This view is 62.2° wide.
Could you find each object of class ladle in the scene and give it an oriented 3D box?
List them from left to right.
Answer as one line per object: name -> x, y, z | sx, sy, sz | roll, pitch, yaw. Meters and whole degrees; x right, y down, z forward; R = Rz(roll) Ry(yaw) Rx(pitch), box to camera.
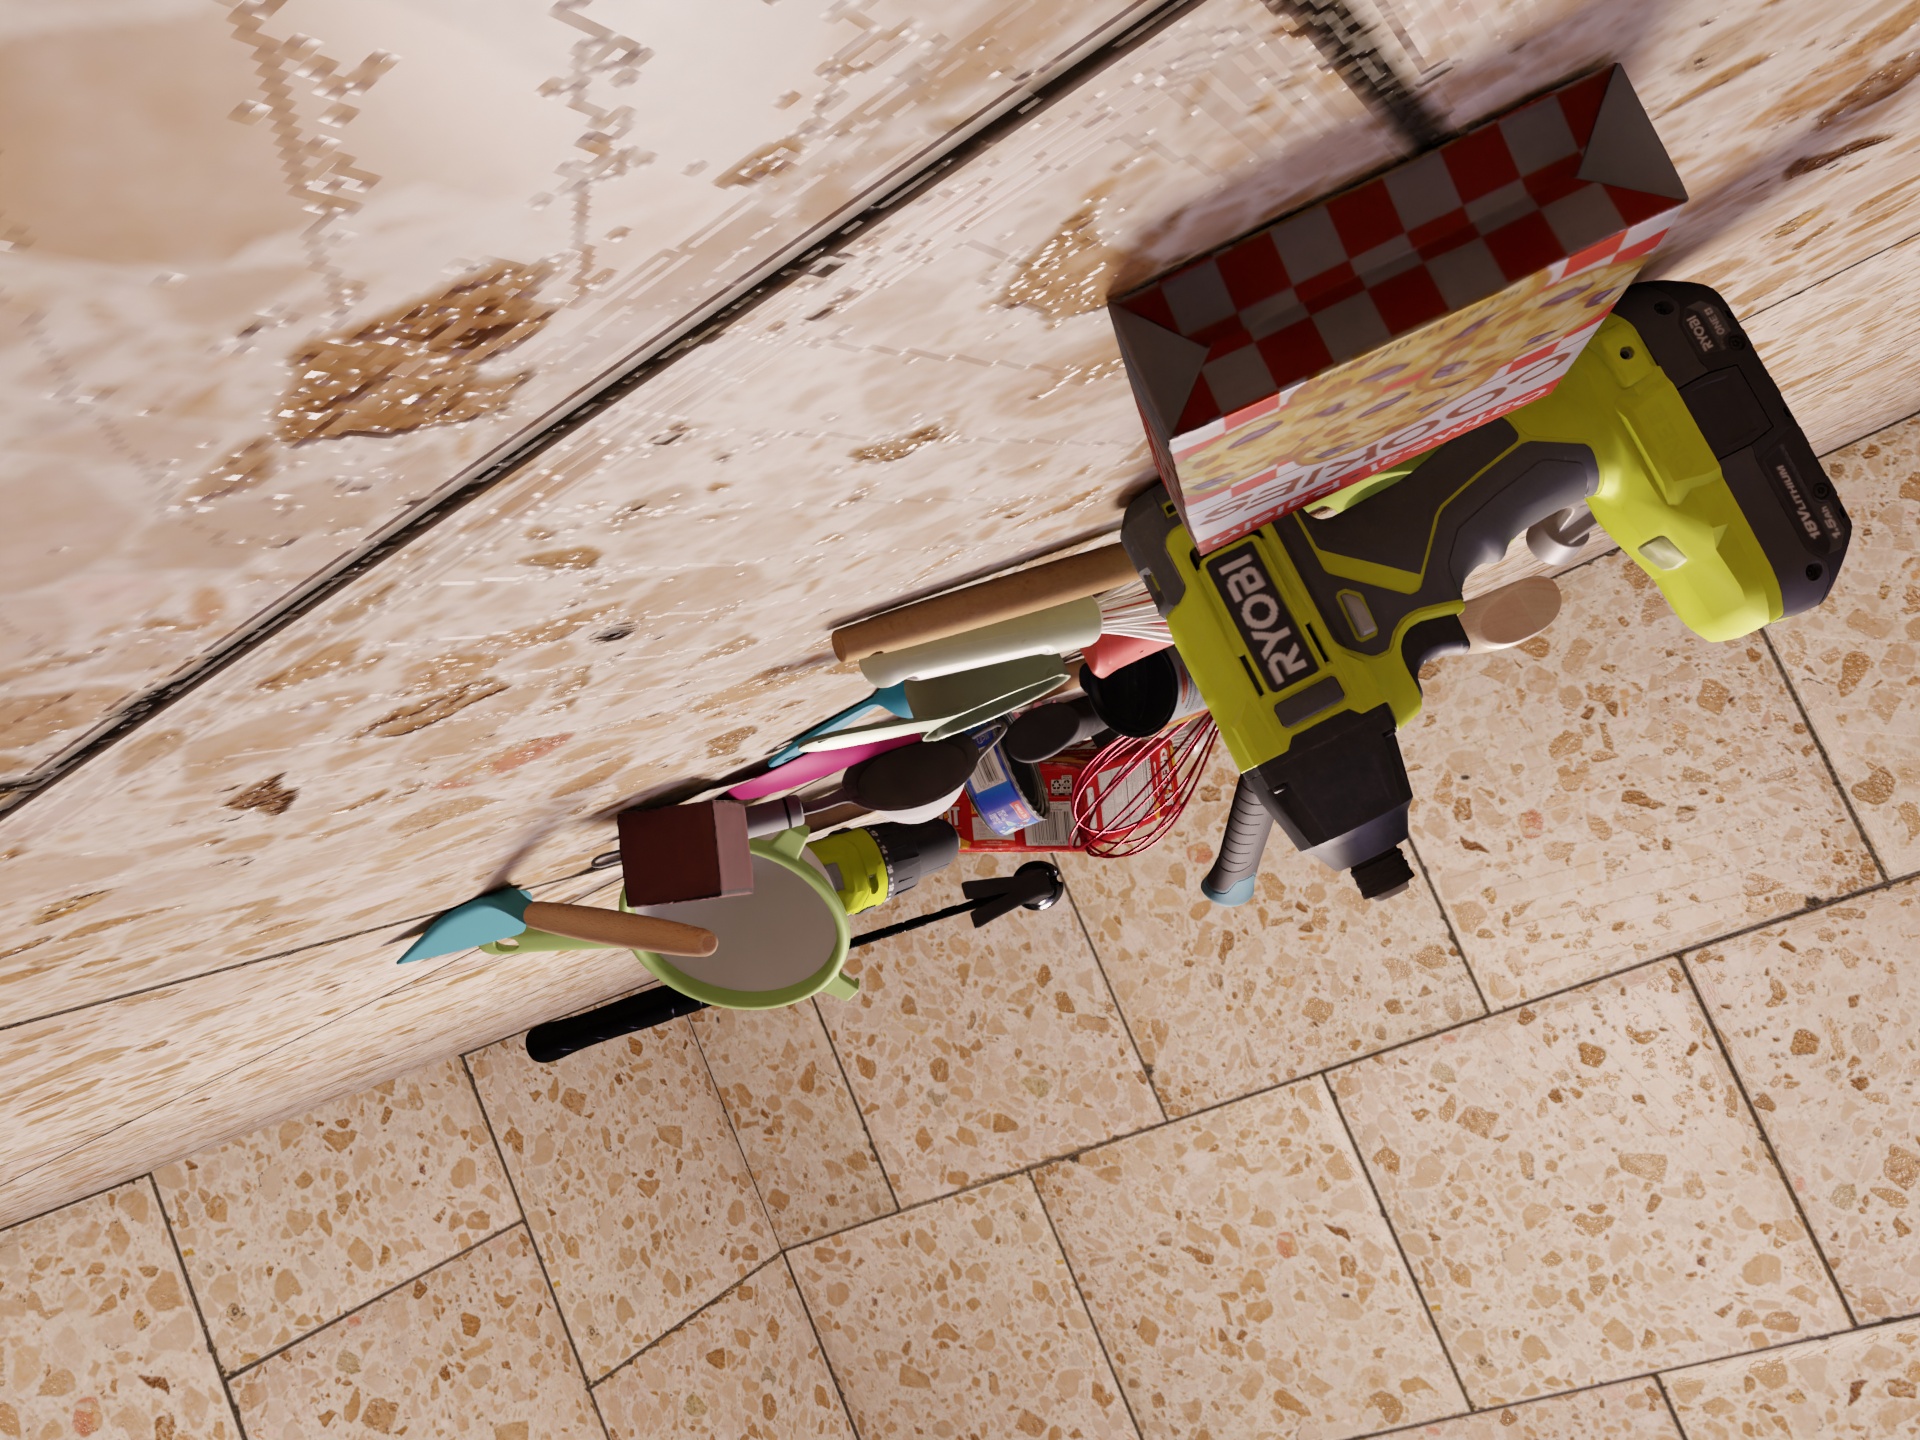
ladle -> 0.098, -0.062, 0.656 | 0.320, 0.062, 0.078 | -18, 172, -22

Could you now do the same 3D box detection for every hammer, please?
hammer -> -0.131, 0.178, 1.138 | 0.409, 0.036, 0.149 | -20, 173, 14
hammer -> 0.105, -0.008, 1.120 | 0.146, 0.035, 0.334 | -30, 175, 24
hammer -> 0.200, 0.012, 1.015 | 0.128, 0.033, 0.330 | -21, 142, -23
hammer -> 0.279, -0.047, 1.092 | 0.146, 0.038, 0.410 | -32, -178, -17
hammer -> 0.221, -0.094, 0.836 | 0.359, 0.037, 0.149 | -17, 156, -20

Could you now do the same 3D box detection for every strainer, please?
strainer -> -0.194, 0.120, 1.055 | 0.256, 0.151, 0.069 | -6, -145, 12
strainer -> -0.092, 0.053, 0.952 | 0.258, 0.050, 0.087 | -14, -151, -11

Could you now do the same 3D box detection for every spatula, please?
spatula -> -0.216, 0.118, 0.867 | 0.082, 0.044, 0.317 | -11, -175, -39

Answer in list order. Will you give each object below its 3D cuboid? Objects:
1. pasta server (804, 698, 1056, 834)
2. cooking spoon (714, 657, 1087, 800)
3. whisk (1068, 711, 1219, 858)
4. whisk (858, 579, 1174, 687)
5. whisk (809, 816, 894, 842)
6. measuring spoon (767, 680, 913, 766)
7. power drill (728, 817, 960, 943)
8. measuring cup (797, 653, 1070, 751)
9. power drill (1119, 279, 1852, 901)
pasta server -> -0.073, 0.053, 1.164 | 0.316, 0.040, 0.060 | -18, 173, -7
cooking spoon -> -0.002, -0.003, 0.957 | 0.319, 0.017, 0.069 | -20, 175, -29
whisk -> 0.164, -0.010, 1.033 | 0.295, 0.073, 0.073 | -51, 160, 28
whisk -> 0.060, -0.045, 0.700 | 0.246, 0.059, 0.058 | -14, -174, -34
whisk -> -0.046, 0.095, 1.496 | 0.284, 0.070, 0.070 | -31, 172, 20
measuring spoon -> -0.051, 0.005, 0.818 | 0.128, 0.021, 0.042 | -29, 172, 33
power drill -> -0.123, 0.127, 1.225 | 0.190, 0.080, 0.228 | -16, 177, -31
measuring cup -> -0.018, -0.015, 0.712 | 0.083, 0.038, 0.167 | -28, 170, 39
power drill -> 0.194, -0.050, 0.591 | 0.223, 0.171, 0.080 | -27, 174, 0
